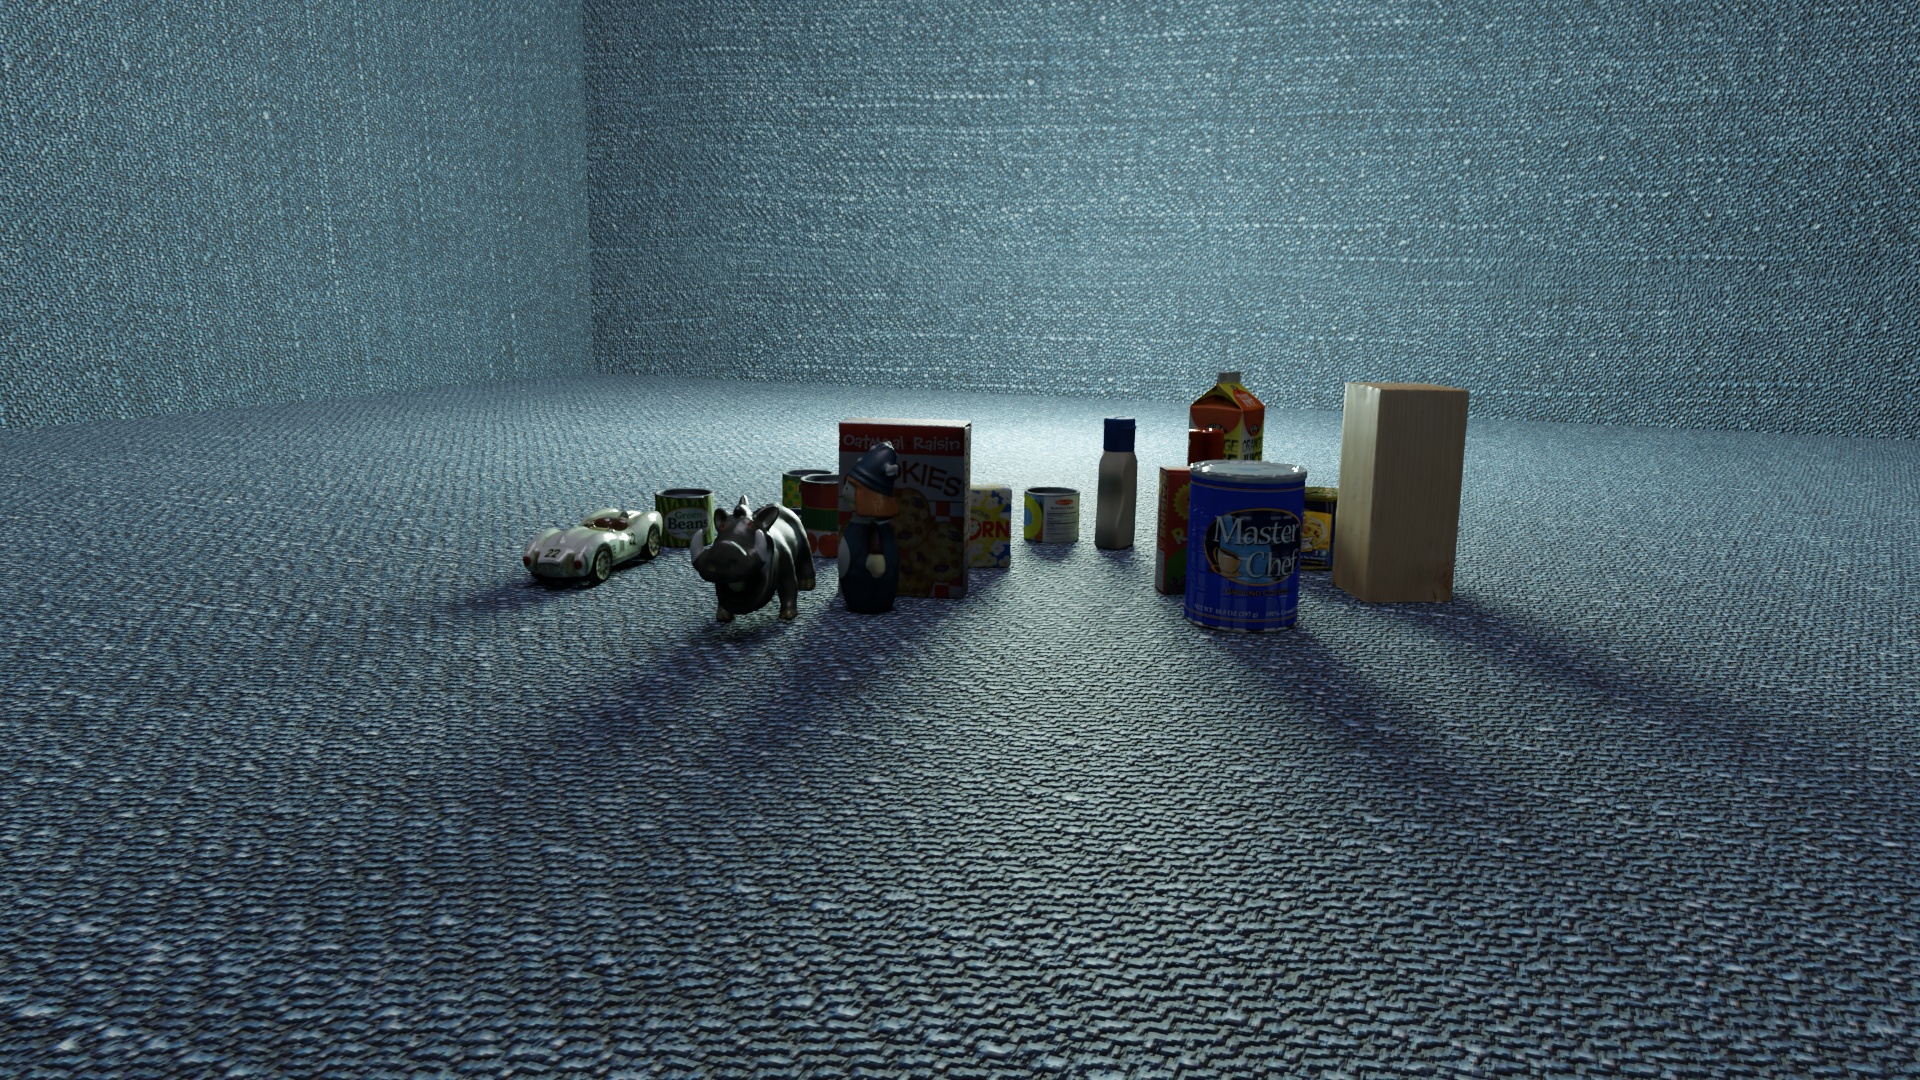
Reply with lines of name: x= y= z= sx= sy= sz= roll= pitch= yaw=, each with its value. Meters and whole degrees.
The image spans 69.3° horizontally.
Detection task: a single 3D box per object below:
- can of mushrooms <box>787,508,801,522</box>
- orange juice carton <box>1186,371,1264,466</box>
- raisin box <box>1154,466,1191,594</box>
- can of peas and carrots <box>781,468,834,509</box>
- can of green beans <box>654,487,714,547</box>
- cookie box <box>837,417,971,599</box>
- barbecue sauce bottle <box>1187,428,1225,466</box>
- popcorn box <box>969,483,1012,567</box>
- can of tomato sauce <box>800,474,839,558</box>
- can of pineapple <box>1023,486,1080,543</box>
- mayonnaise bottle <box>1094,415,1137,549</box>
can of mushrooms: x=-0.191 y=-0.017 z=1.590 sx=0.071 sy=0.033 sz=0.071 roll=1 pitch=11 yaw=0
orange juice carton: x=0.328 y=-0.113 z=1.718 sx=0.073 sy=0.192 sz=0.072 roll=8 pitch=13 yaw=34
raisin box: x=0.237 y=-0.011 z=1.362 sx=0.086 sy=0.123 sz=0.040 roll=0 pitch=10 yaw=-6
can of peas and carrots: x=-0.189 y=-0.056 z=1.728 sx=0.071 sy=0.058 sz=0.071 roll=1 pitch=11 yaw=0
can of green beans: x=-0.311 y=-0.026 z=1.564 sx=0.071 sy=0.057 sz=0.071 roll=1 pitch=11 yaw=0
cookie box: x=-0.053 y=-0.032 z=1.330 sx=0.123 sy=0.167 sz=0.040 roll=3 pitch=10 yaw=9
barbecue sauce bottle: x=0.257 y=-0.043 z=1.467 sx=0.044 sy=0.148 sz=0.065 roll=3 pitch=11 yaw=10
popcorn box: x=-0.009 y=-0.016 z=1.467 sx=0.127 sy=0.085 sz=0.038 roll=0 pitch=10 yaw=-6
can of tomato sauce: x=-0.143 y=-0.028 z=1.521 sx=0.071 sy=0.083 sz=0.071 roll=1 pitch=11 yaw=0
can of pineapple: x=0.106 y=-0.031 z=1.627 sx=0.071 sy=0.057 sz=0.071 roll=1 pitch=11 yaw=0
mayonnaise bottle: x=0.179 y=-0.067 z=1.583 sx=0.041 sy=0.147 sz=0.065 roll=6 pitch=11 yaw=26
